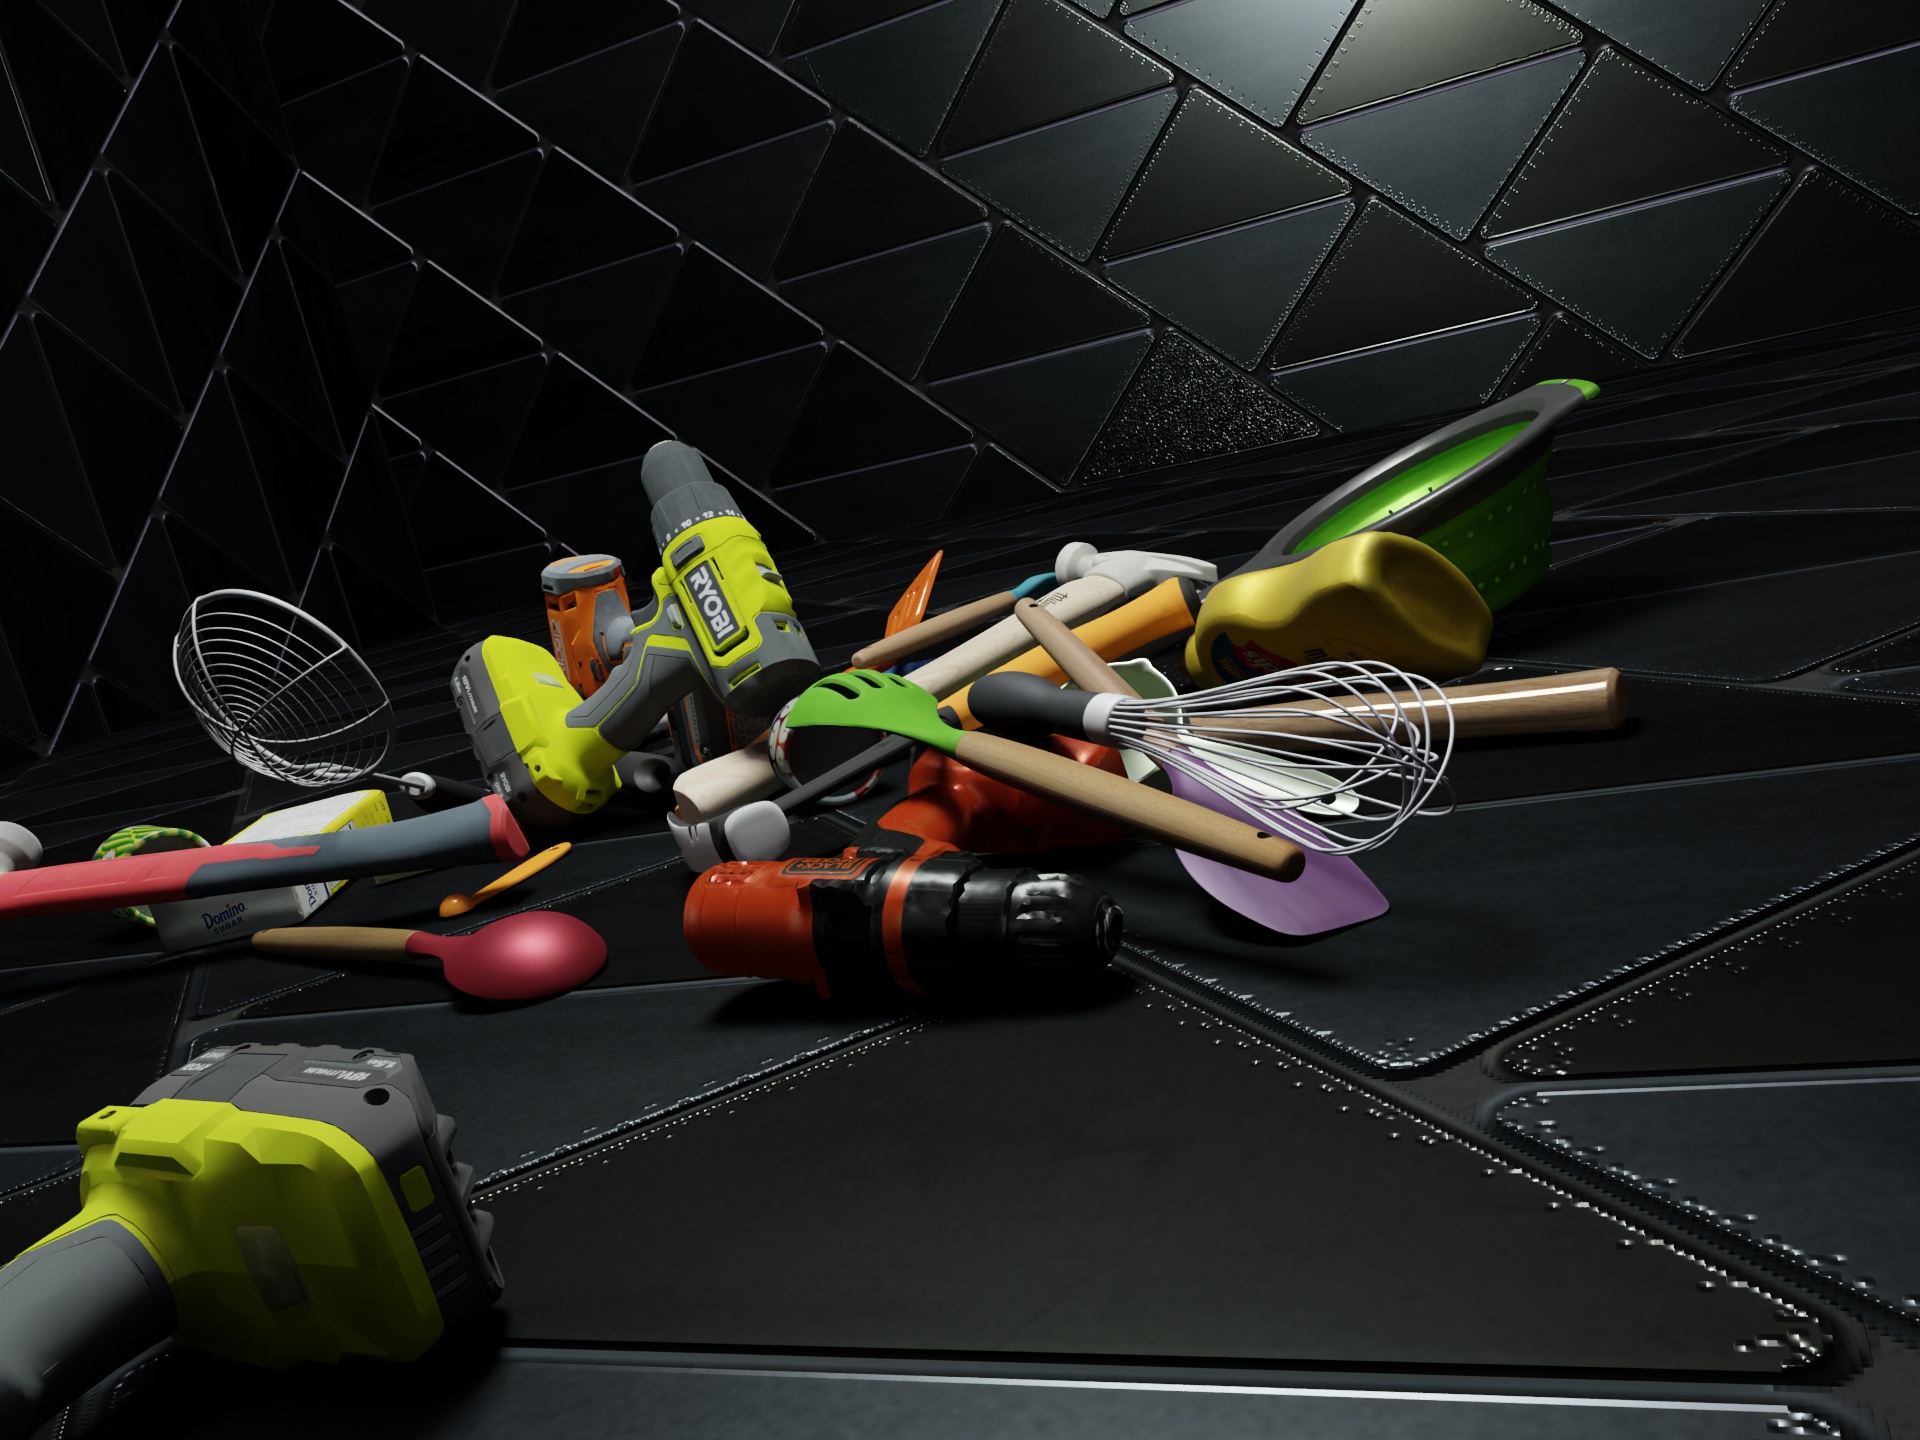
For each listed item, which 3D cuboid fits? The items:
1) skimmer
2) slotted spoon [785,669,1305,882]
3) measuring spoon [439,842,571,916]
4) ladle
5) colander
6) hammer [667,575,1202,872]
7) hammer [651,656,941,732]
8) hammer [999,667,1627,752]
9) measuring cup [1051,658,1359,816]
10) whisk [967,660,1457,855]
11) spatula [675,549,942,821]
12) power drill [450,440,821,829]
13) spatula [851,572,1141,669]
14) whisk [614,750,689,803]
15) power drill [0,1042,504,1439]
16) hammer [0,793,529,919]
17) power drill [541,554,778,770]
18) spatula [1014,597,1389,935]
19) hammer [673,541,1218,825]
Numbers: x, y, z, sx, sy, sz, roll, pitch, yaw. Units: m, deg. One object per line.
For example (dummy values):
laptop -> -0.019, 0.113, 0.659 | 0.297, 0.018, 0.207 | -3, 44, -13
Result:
skimmer -> -0.350, 0.006, 0.980 | 0.127, 0.090, 0.363 | 16, -7, 8
slotted spoon -> 0.021, 0.016, 0.653 | 0.070, 0.031, 0.314 | -13, 19, -33
measuring spoon -> -0.269, 0.091, 0.945 | 0.021, 0.011, 0.117 | -9, 12, 25
ladle -> -0.291, 0.116, 0.819 | 0.315, 0.031, 0.069 | -6, 14, 42
colander -> 0.226, -0.071, 0.999 | 0.397, 0.094, 0.204 | -30, 9, 10
hammer -> -0.001, -0.003, 0.880 | 0.337, 0.034, 0.127 | -27, 7, -25
hammer -> -0.090, -0.027, 1.247 | 0.405, 0.035, 0.144 | -7, 13, 29
hammer -> 0.161, 0.003, 0.807 | 0.331, 0.031, 0.130 | -6, 14, 33
measuring cup -> 0.112, 0.024, 0.746 | 0.168, 0.038, 0.083 | 18, 68, 34
whisk -> 0.080, 0.005, 0.629 | 0.070, 0.070, 0.285 | -20, 15, -28
spatula -> -0.098, -0.022, 1.102 | 0.323, 0.041, 0.081 | -43, -4, -47
power drill -> -0.215, -0.052, 1.025 | 0.228, 0.191, 0.080 | -34, -20, 18
spatula -> 0.026, -0.074, 1.198 | 0.082, 0.044, 0.317 | -5, 13, 39
whisk -> -0.274, 0.028, 1.151 | 0.073, 0.073, 0.296 | -22, 19, -36
power drill -> -0.226, 0.167, 0.373 | 0.171, 0.080, 0.223 | -7, 17, 35
hammer -> -0.438, 0.098, 0.922 | 0.386, 0.038, 0.143 | -7, 37, 12
power drill -> -0.222, -0.028, 1.168 | 0.084, 0.164, 0.227 | -23, 27, -38
spatula -> 0.082, 0.007, 0.699 | 0.059, 0.018, 0.316 | -12, 28, -14
hammer -> -0.005, -0.027, 1.050 | 0.410, 0.038, 0.146 | -29, 28, -33
